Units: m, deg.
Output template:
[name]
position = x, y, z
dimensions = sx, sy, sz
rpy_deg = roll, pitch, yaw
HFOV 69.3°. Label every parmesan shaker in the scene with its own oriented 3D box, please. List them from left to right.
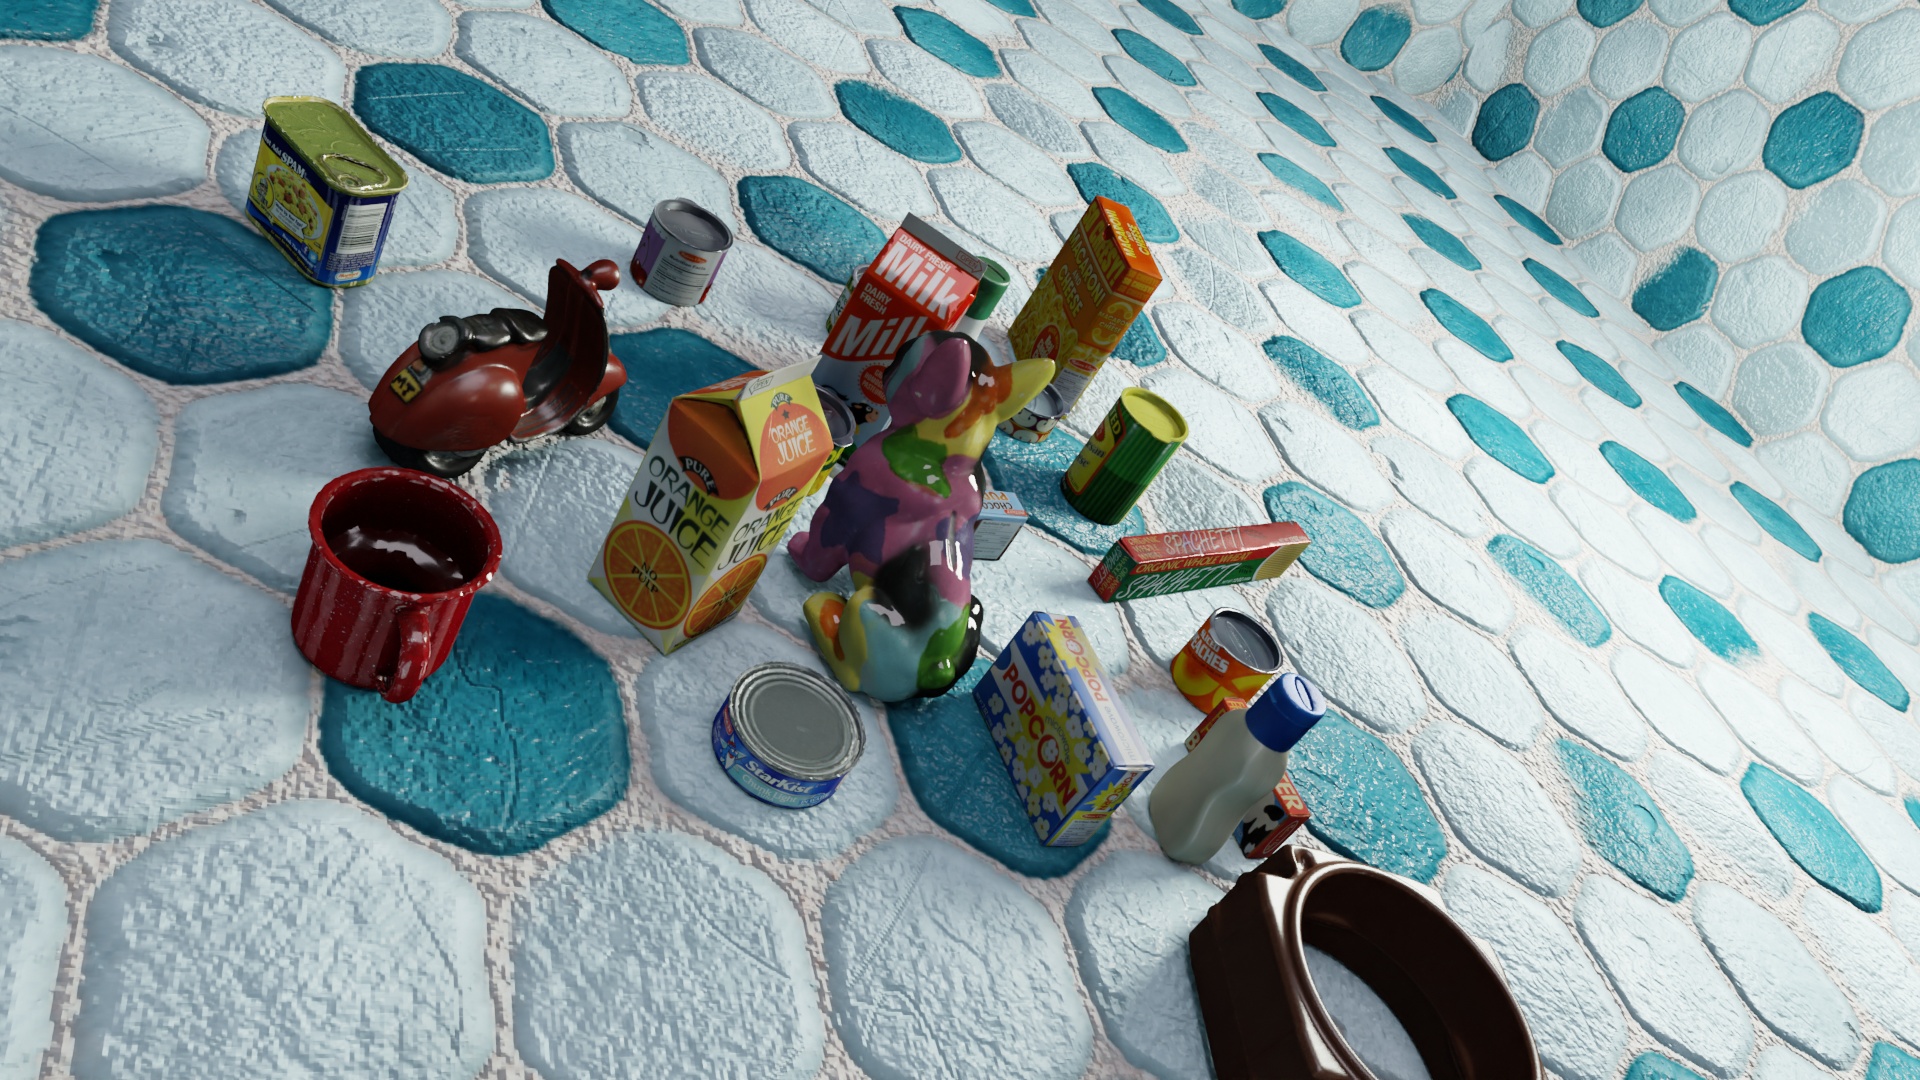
[parmesan shaker]
position = 0.137, -0.069, 1.174
dimensions = 0.071, 0.102, 0.072
rpy_deg = 23, 35, -17

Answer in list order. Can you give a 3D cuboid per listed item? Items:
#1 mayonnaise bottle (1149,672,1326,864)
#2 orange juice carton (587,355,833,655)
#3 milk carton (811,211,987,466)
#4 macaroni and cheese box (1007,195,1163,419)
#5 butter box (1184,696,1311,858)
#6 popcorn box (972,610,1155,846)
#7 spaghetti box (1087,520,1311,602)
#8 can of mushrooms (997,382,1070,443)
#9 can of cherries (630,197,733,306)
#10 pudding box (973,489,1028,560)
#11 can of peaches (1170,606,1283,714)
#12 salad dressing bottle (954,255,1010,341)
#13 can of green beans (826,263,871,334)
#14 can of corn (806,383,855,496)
[mayonnaise bottle]
position = 0.179, 0.146, 0.903
dimensions = 0.041, 0.147, 0.065
rpy_deg = 18, 37, -23
[orange juice carton]
position = -0.140, -0.029, 0.813
dimensions = 0.073, 0.191, 0.072
rpy_deg = 42, 34, 12
[milk carton]
position = -0.053, -0.150, 1.036
dimensions = 0.072, 0.189, 0.074
rpy_deg = 34, 34, 0
[macaroni and cheese box]
position = 0.110, -0.214, 1.273
dimensions = 0.040, 0.165, 0.124
rpy_deg = 15, 38, -26
[butter box]
position = 0.201, 0.166, 0.981
dimensions = 0.024, 0.053, 0.104
rpy_deg = 7, 42, -34
[popcorn box]
position = 0.064, 0.120, 0.894
dimensions = 0.038, 0.084, 0.127
rpy_deg = 6, 43, -36
[spaghetti box]
position = 0.207, 0.016, 1.175
dimensions = 0.251, 0.050, 0.029
rpy_deg = -5, 50, -43
[can of mushrooms]
position = 0.059, -0.119, 1.233
dimensions = 0.071, 0.033, 0.071
rpy_deg = 22, 36, -17
[can of cherries]
position = -0.224, -0.231, 1.112
dimensions = 0.071, 0.058, 0.072
rpy_deg = 22, 35, -17
[pudding box]
position = 0.004, -0.013, 1.041
dimensions = 0.084, 0.049, 0.030
rpy_deg = 4, 44, -37
[can of peaches]
position = 0.202, 0.094, 1.067
dimensions = 0.071, 0.057, 0.071
rpy_deg = 22, 35, -17
[salad dressing bottle]
position = -0.010, -0.162, 1.126
dimensions = 0.064, 0.147, 0.044
rpy_deg = 41, 34, 10
[can of green beans]
position = -0.074, -0.195, 1.193
dimensions = 0.071, 0.057, 0.071
rpy_deg = 22, 35, -17
[can of corn]
position = -0.116, -0.072, 1.005
dimensions = 0.071, 0.058, 0.071
rpy_deg = 22, 35, -17
